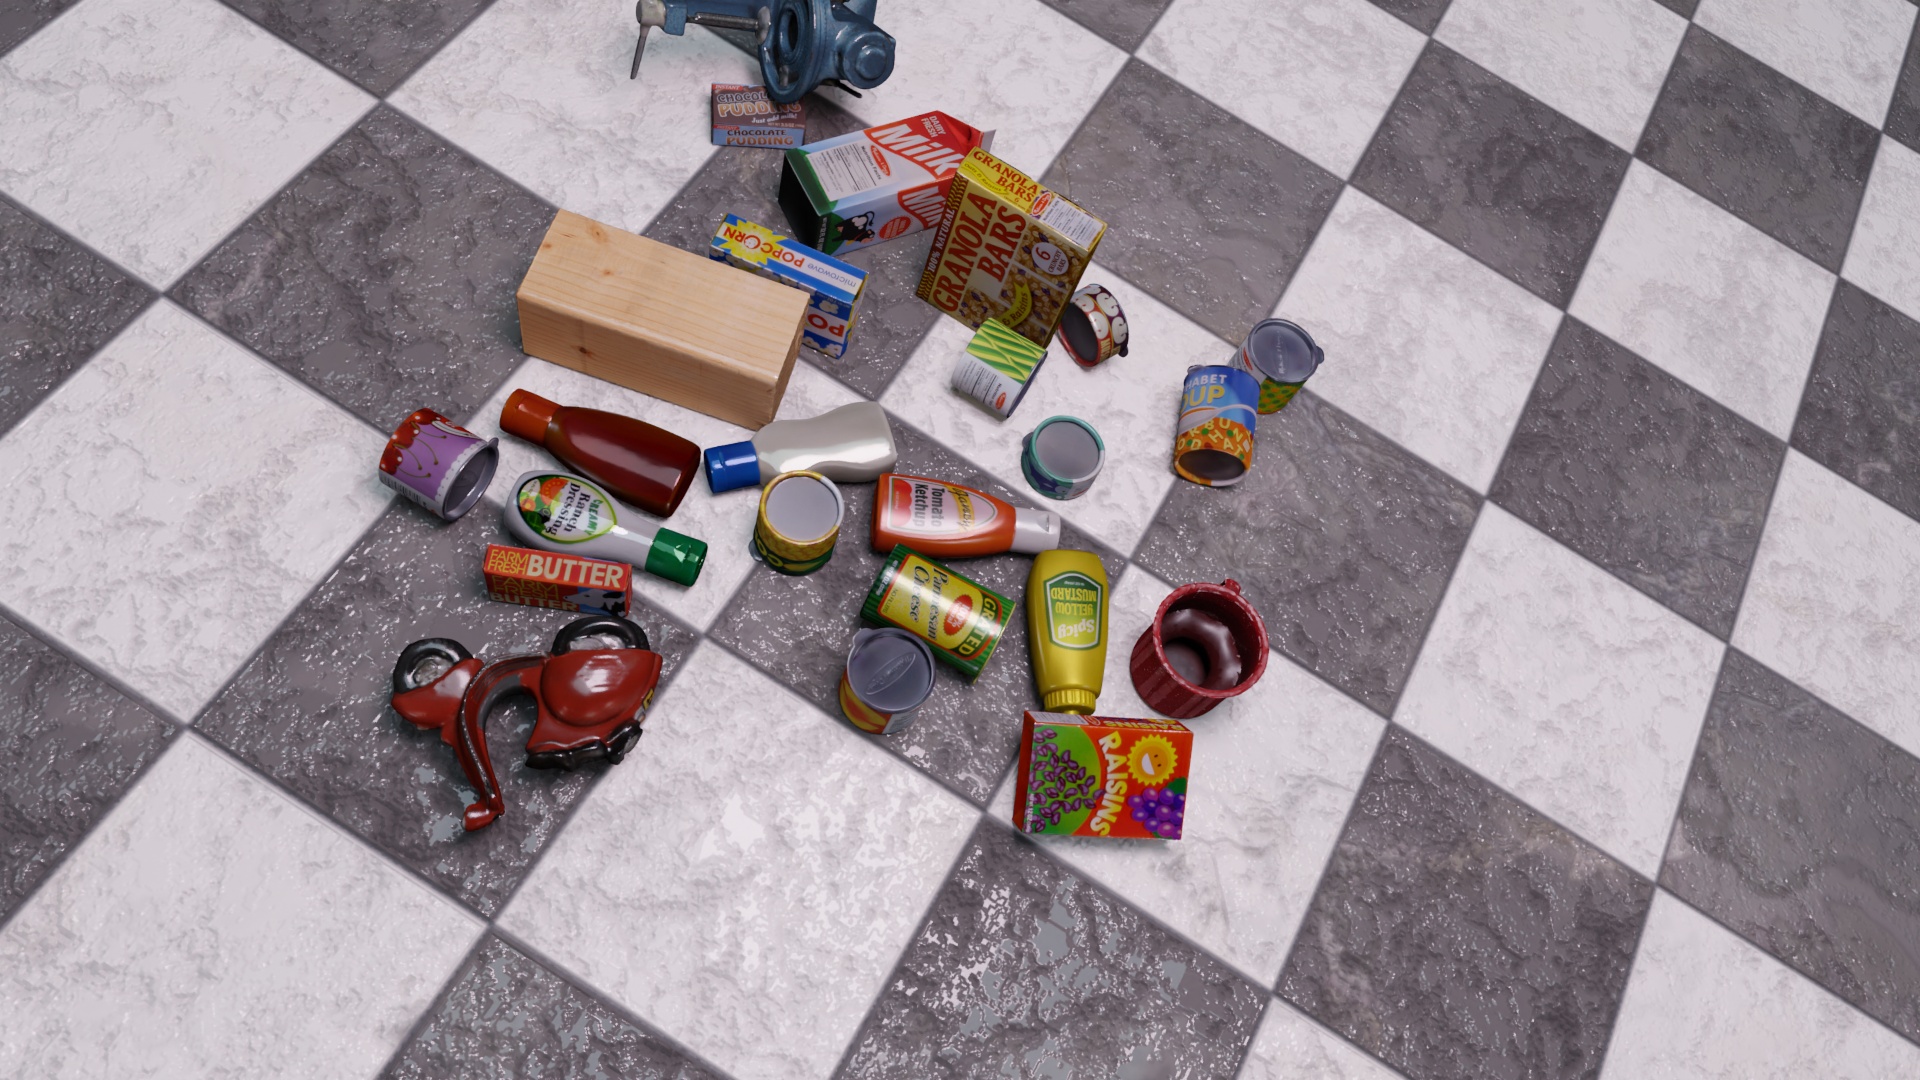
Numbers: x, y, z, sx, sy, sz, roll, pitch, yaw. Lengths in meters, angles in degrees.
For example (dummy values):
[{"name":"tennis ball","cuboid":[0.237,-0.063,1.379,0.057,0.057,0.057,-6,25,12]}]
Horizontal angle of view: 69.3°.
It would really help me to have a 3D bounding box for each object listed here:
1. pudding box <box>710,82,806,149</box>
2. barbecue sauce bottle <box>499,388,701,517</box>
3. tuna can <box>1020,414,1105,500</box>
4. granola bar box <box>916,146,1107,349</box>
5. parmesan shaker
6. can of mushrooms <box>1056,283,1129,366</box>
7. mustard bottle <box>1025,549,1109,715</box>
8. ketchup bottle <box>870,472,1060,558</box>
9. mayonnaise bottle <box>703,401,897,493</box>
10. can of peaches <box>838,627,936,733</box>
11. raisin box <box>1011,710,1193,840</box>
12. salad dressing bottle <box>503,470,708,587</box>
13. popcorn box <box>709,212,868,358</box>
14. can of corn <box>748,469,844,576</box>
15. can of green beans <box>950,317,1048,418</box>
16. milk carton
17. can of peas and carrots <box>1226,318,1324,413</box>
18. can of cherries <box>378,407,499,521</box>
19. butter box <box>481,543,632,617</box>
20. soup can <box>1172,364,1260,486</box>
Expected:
[{"name":"pudding box","cuboid":[-0.182,-0.382,1.249,0.084,0.030,0.050,0,65,-13]},{"name":"barbecue sauce bottle","cuboid":[-0.280,-0.073,1.076,0.148,0.043,0.065,23,62,-1]},{"name":"tuna can","cuboid":[0.084,-0.072,1.164,0.071,0.032,0.071,5,65,-11]},{"name":"granola bar box","cuboid":[0.039,-0.233,1.155,0.124,0.164,0.039,32,61,3]},{"name":"parmesan shaker","cuboid":[-0.019,0.056,1.063,0.103,0.071,0.071,27,63,1]},{"name":"can of mushrooms","cuboid":[0.115,-0.184,1.205,0.033,0.070,0.071,-28,75,-22]},{"name":"mustard bottle","cuboid":[0.085,0.086,1.081,0.065,0.048,0.161,3,65,-8]},{"name":"ketchup bottle","cuboid":[0.004,-0.014,1.113,0.149,0.043,0.065,8,58,-10]},{"name":"mayonnaise bottle","cuboid":[-0.129,-0.069,1.110,0.148,0.041,0.065,-12,68,-17]},{"name":"can of peaches","cuboid":[-0.057,0.104,1.036,0.071,0.057,0.071,5,65,-10]},{"name":"raisin box","cuboid":[0.106,0.175,1.032,0.123,0.040,0.086,5,94,-10]},{"name":"salad dressing bottle","cuboid":[-0.266,-0.006,1.047,0.148,0.043,0.064,20,65,-3]},{"name":"popcorn box","cuboid":[-0.144,-0.209,1.146,0.127,0.085,0.038,23,64,-2]},{"name":"can of corn","cuboid":[-0.127,-0.013,1.074,0.071,0.058,0.071,5,64,-11]},{"name":"can of green beans","cuboid":[0.032,-0.145,1.168,0.058,0.071,0.071,32,63,3]},{"name":"milk carton","cuboid":[-0.057,-0.317,1.225,0.191,0.072,0.073,-22,72,-20]},{"name":"can of peas and carrots","cuboid":[0.277,-0.154,1.232,0.071,0.058,0.071,5,65,-11]},{"name":"can of cherries","cuboid":[-0.386,-0.059,1.031,0.058,0.071,0.072,29,63,3]},{"name":"butter box","cuboid":[-0.294,0.030,1.018,0.103,0.053,0.024,9,62,-9]},{"name":"soup can","cuboid":[0.217,-0.099,1.187,0.071,0.071,0.084,15,64,-6]}]
